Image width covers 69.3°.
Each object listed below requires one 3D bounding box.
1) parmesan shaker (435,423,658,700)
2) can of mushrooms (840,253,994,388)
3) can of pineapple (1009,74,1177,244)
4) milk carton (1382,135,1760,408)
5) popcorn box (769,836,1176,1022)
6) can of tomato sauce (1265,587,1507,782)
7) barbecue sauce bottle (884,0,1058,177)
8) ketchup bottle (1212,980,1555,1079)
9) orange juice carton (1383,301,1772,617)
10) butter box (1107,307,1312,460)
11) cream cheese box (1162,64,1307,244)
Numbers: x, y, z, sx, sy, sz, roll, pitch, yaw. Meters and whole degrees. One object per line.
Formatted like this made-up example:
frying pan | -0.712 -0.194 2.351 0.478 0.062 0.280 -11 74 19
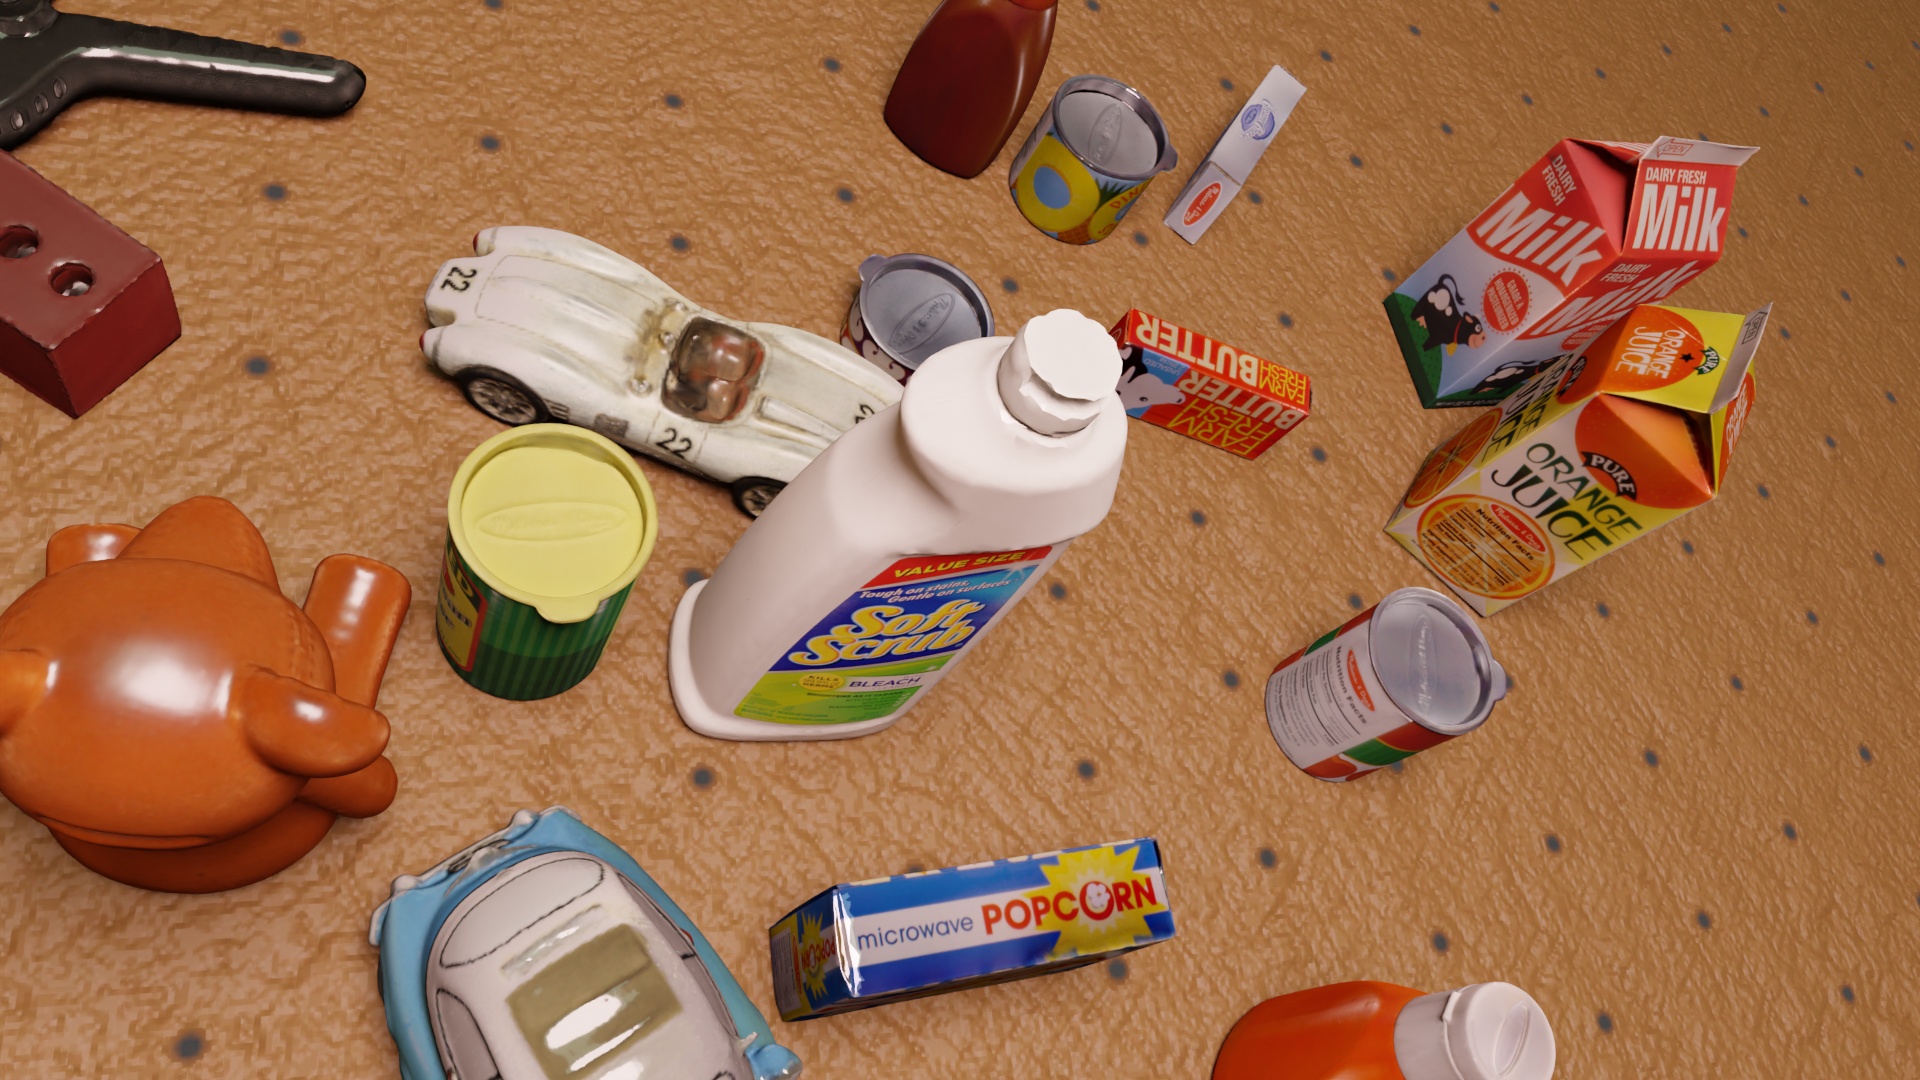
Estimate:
parmesan shaker | -0.150 0.014 0.492 0.071 0.102 0.071 10 62 -19
can of mushrooms | -0.022 -0.099 0.646 0.071 0.033 0.071 10 62 -19
can of pineapple | 0.067 -0.195 0.718 0.071 0.057 0.071 10 62 -19
milk carton | 0.315 -0.146 0.724 0.072 0.189 0.073 -4 67 -25
popcorn box | 0.002 0.142 0.506 0.127 0.085 0.038 -3 67 -25
can of tomato sauce | 0.189 0.067 0.627 0.071 0.082 0.071 10 62 -19
barbecue sauce bottle | 0.015 -0.241 0.664 0.065 0.148 0.044 35 57 -5
ketchup bottle | 0.150 0.190 0.509 0.043 0.148 0.065 40 57 -1
orange juice carton | 0.300 -0.042 0.665 0.073 0.191 0.072 41 57 -1
butter box | 0.115 -0.075 0.683 0.103 0.053 0.024 18 60 -15
cream cheese box | 0.152 -0.214 0.768 0.024 0.053 0.104 37 57 -3
